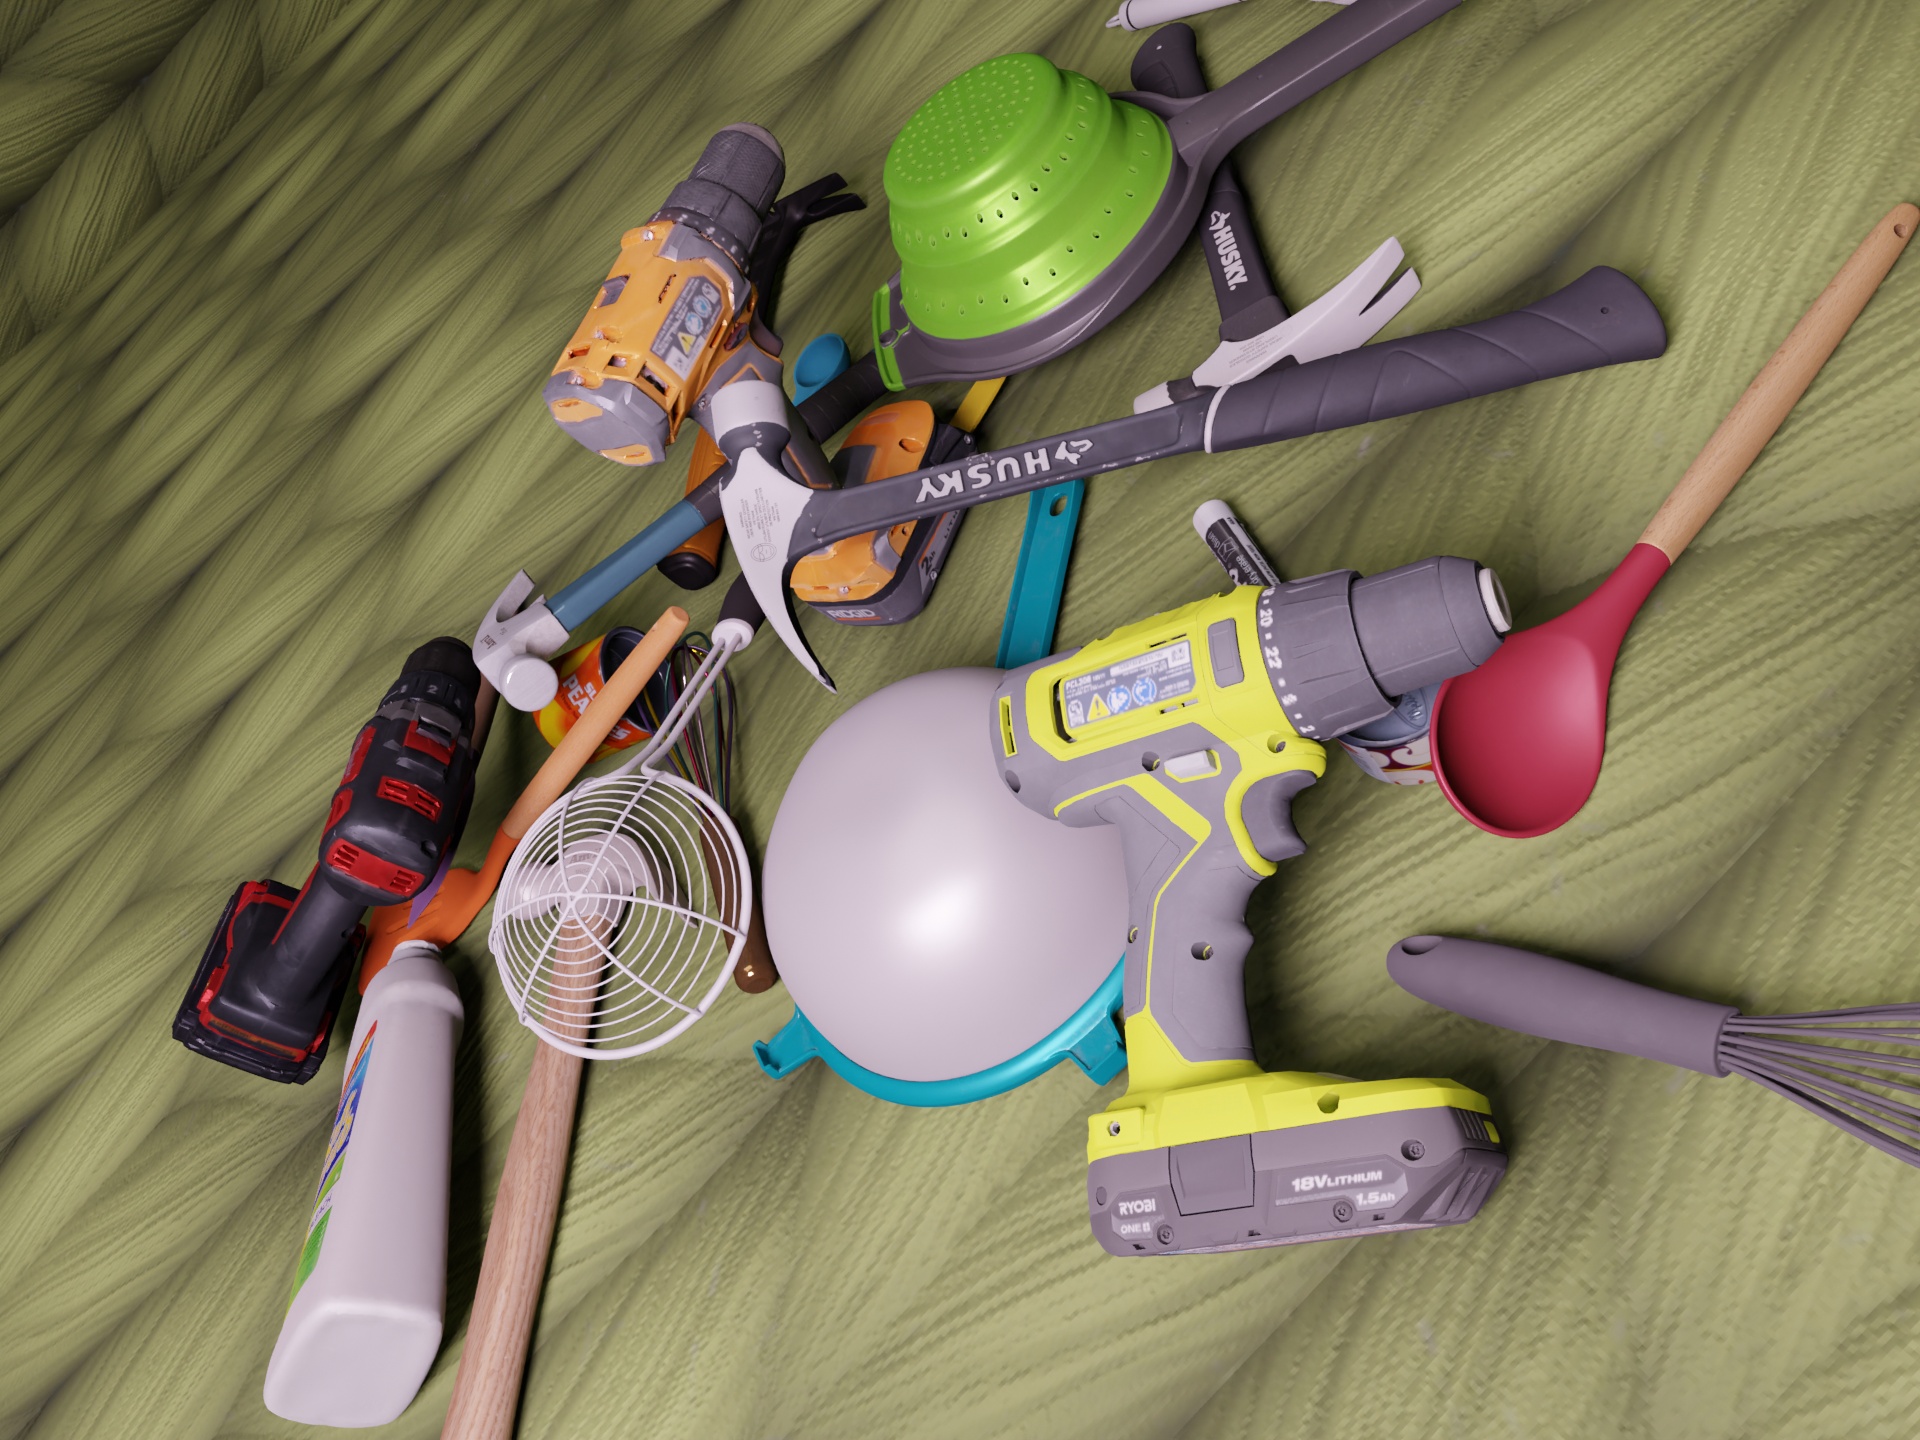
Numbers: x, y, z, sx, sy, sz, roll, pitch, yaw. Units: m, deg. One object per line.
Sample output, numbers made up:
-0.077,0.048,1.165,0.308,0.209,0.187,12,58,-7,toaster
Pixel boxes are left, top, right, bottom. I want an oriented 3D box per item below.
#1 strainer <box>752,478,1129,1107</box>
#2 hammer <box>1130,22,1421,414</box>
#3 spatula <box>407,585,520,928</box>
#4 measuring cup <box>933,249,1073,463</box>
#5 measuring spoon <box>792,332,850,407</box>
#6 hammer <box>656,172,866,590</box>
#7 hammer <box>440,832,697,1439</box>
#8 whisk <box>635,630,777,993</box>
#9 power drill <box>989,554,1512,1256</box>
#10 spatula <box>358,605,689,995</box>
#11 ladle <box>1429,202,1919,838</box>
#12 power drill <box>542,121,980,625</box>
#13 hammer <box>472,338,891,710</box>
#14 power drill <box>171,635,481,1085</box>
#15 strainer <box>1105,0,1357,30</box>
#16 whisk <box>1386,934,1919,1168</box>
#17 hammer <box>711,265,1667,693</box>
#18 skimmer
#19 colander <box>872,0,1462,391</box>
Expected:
-0.001,-0.002,0.725,0.211,0.095,0.341,-8,56,35,strainer
0.144,-0.292,0.874,0.146,0.035,0.335,-26,46,23,hammer
-0.297,0.005,0.979,0.059,0.018,0.316,-48,27,26,spatula
0.034,-0.201,0.908,0.156,0.029,0.062,-56,40,8,measuring cup
-0.099,-0.185,1.009,0.042,0.021,0.129,10,75,42,measuring spoon
-0.144,-0.228,1.061,0.127,0.034,0.337,-16,50,31,hammer
-0.203,0.202,0.782,0.130,0.031,0.332,-18,49,29,hammer
-0.127,0.040,0.840,0.051,0.047,0.245,-38,47,18,whisk
0.111,0.060,0.553,0.190,0.080,0.229,-18,65,29,power drill
-0.249,0.044,0.895,0.322,0.041,0.081,-46,33,29,spatula
0.277,-0.083,0.604,0.315,0.069,0.031,-50,4,-10,ladle
-0.087,-0.175,0.822,0.084,0.226,0.185,2,62,45,power drill
-0.144,-0.129,0.930,0.331,0.033,0.128,-40,30,-13,hammer
-0.337,0.071,0.881,0.226,0.080,0.188,-49,26,27,power drill
0.181,-0.446,0.959,0.259,0.050,0.087,13,62,50,strainer
0.238,0.097,0.494,0.239,0.055,0.055,8,65,47,whisk
0.094,-0.122,0.692,0.409,0.036,0.149,-13,74,8,hammer
-0.127,0.012,0.809,0.127,0.090,0.363,-6,31,17,skimmer
0.094,-0.329,0.844,0.397,0.094,0.205,-28,44,20,colander
